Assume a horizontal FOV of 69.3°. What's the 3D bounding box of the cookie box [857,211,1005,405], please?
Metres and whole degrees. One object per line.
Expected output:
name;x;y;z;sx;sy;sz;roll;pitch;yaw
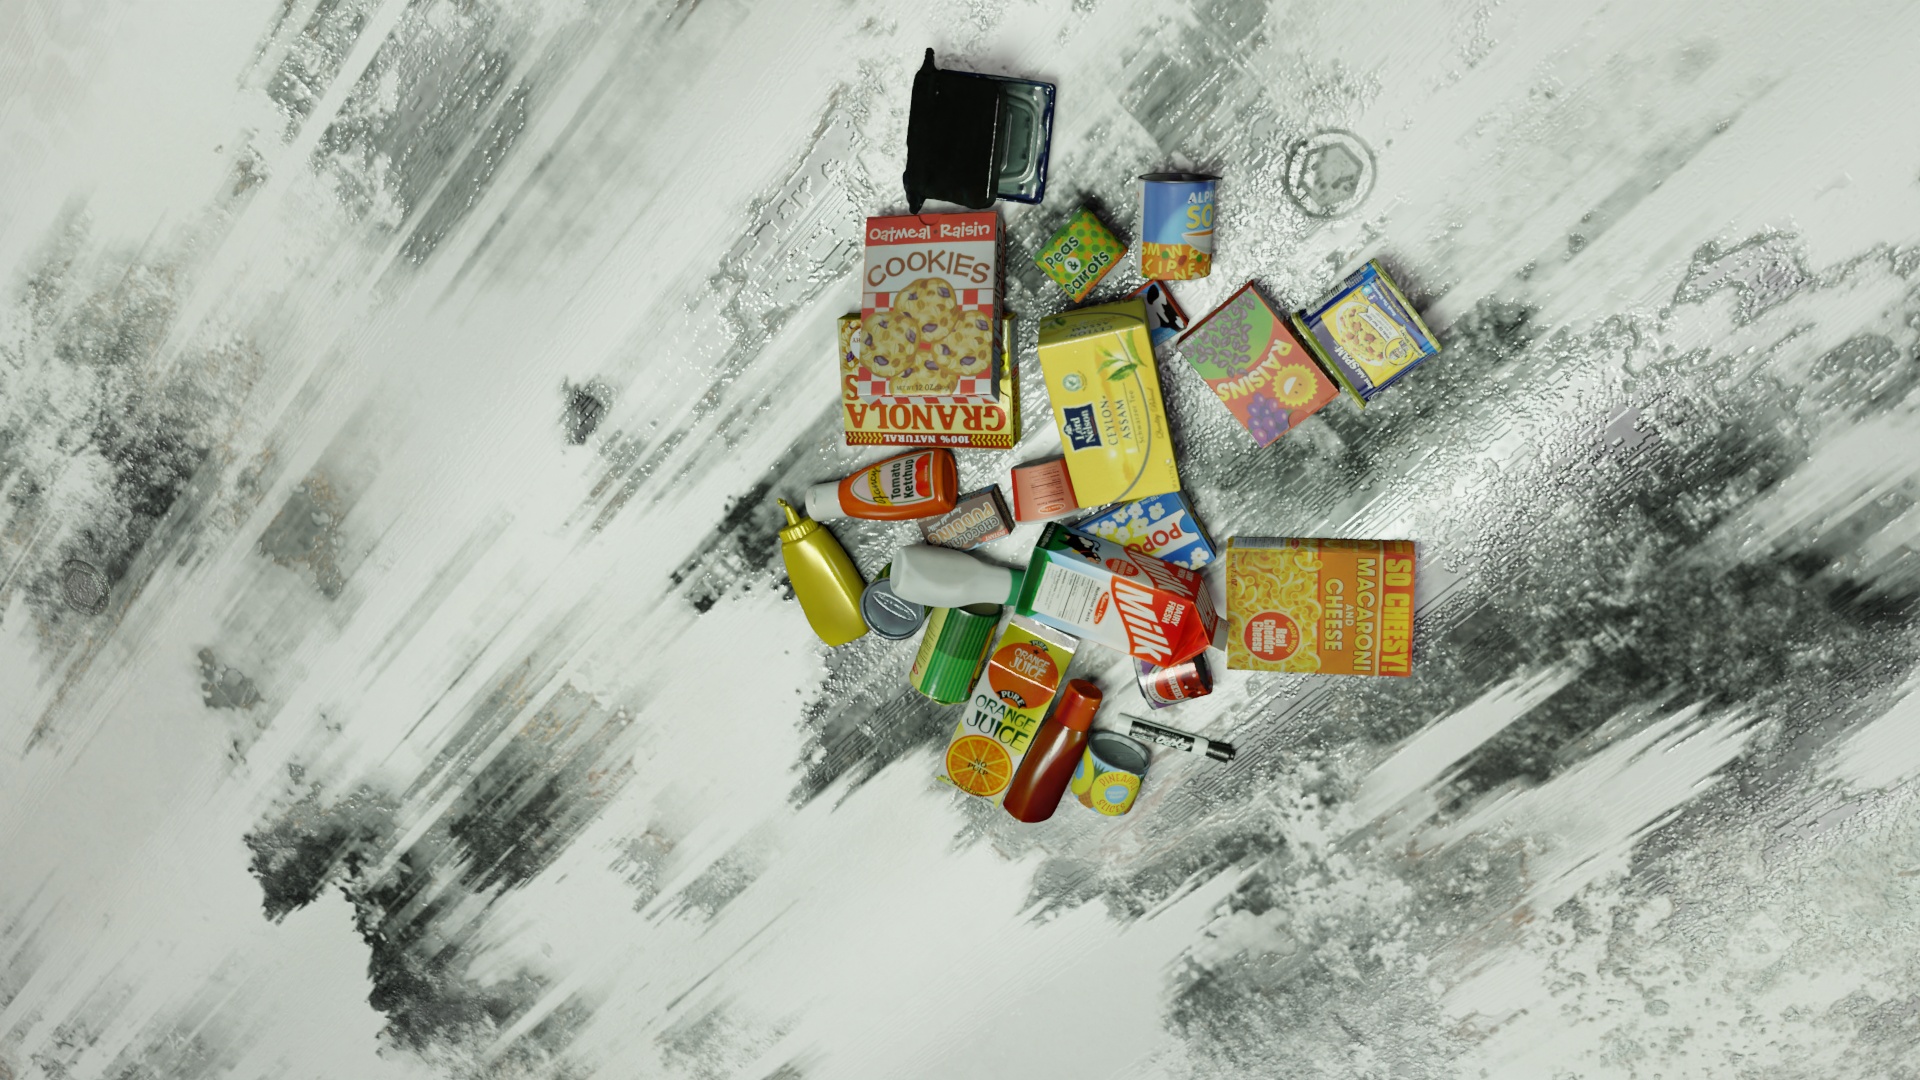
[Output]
cookie box;-0.025;-0.207;1.243;0.123;0.040;0.167;1;82;13

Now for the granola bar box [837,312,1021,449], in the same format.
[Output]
granola bar box;-0.029;-0.150;1.303;0.165;0.039;0.123;2;110;14

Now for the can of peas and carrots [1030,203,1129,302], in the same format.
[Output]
can of peas and carrots;0.104;-0.251;1.216;0.058;0.071;0.070;44;114;-5

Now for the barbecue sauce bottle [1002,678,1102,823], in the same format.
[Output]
barbecue sauce bottle;0.094;0.206;1.359;0.044;0.065;0.148;37;115;32

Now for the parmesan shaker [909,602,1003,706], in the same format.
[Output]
parmesan shaker;-0.004;0.102;1.370;0.071;0.071;0.102;22;113;5

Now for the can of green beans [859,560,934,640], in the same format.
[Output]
can of green beans;-0.060;0.058;1.376;0.071;0.058;0.071;5;111;13

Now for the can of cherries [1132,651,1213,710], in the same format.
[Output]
can of cherries;0.203;0.124;1.326;0.058;0.072;0.071;-18;104;19

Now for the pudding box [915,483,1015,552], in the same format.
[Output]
pudding box;0.005;-0.017;1.348;0.083;0.030;0.049;-19;105;20

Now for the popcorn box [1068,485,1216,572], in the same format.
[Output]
popcorn box;0.166;0.004;1.310;0.126;0.038;0.085;-28;100;22

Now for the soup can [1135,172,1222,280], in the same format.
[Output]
soup can;0.186;-0.269;1.190;0.071;0.071;0.083;4;111;13

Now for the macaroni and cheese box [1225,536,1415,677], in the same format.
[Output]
macaroni and cheese box;0.332;0.060;1.288;0.166;0.040;0.123;1;110;14

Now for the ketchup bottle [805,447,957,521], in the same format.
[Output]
ketchup bottle;-0.077;-0.047;1.345;0.148;0.043;0.065;-10;68;23

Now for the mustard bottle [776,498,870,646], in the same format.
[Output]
mustard bottle;-0.142;0.026;1.390;0.065;0.049;0.160;-20;103;23

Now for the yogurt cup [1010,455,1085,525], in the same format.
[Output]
yogurt cup;0.079;-0.048;1.300;0.072;0.072;0.054;-10;99;18

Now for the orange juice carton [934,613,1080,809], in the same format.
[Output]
orange juice carton;0.048;0.162;1.378;0.072;0.073;0.191;26;113;5

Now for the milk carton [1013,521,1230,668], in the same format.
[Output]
milk carton;0.154;0.055;1.270;0.191;0.072;0.073;20;114;7

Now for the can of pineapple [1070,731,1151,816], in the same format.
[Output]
can of pineapple;0.149;0.233;1.380;0.071;0.071;0.057;20;114;6

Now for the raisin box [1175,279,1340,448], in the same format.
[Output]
raisin box;0.263;-0.155;1.227;0.086;0.040;0.123;-38;97;22

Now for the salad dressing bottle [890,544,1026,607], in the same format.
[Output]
salad dressing bottle;0.009;0.039;1.328;0.148;0.064;0.043;9;129;-19

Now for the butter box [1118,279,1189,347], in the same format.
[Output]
butter box;0.149;-0.188;1.252;0.103;0.024;0.053;-32;100;22
